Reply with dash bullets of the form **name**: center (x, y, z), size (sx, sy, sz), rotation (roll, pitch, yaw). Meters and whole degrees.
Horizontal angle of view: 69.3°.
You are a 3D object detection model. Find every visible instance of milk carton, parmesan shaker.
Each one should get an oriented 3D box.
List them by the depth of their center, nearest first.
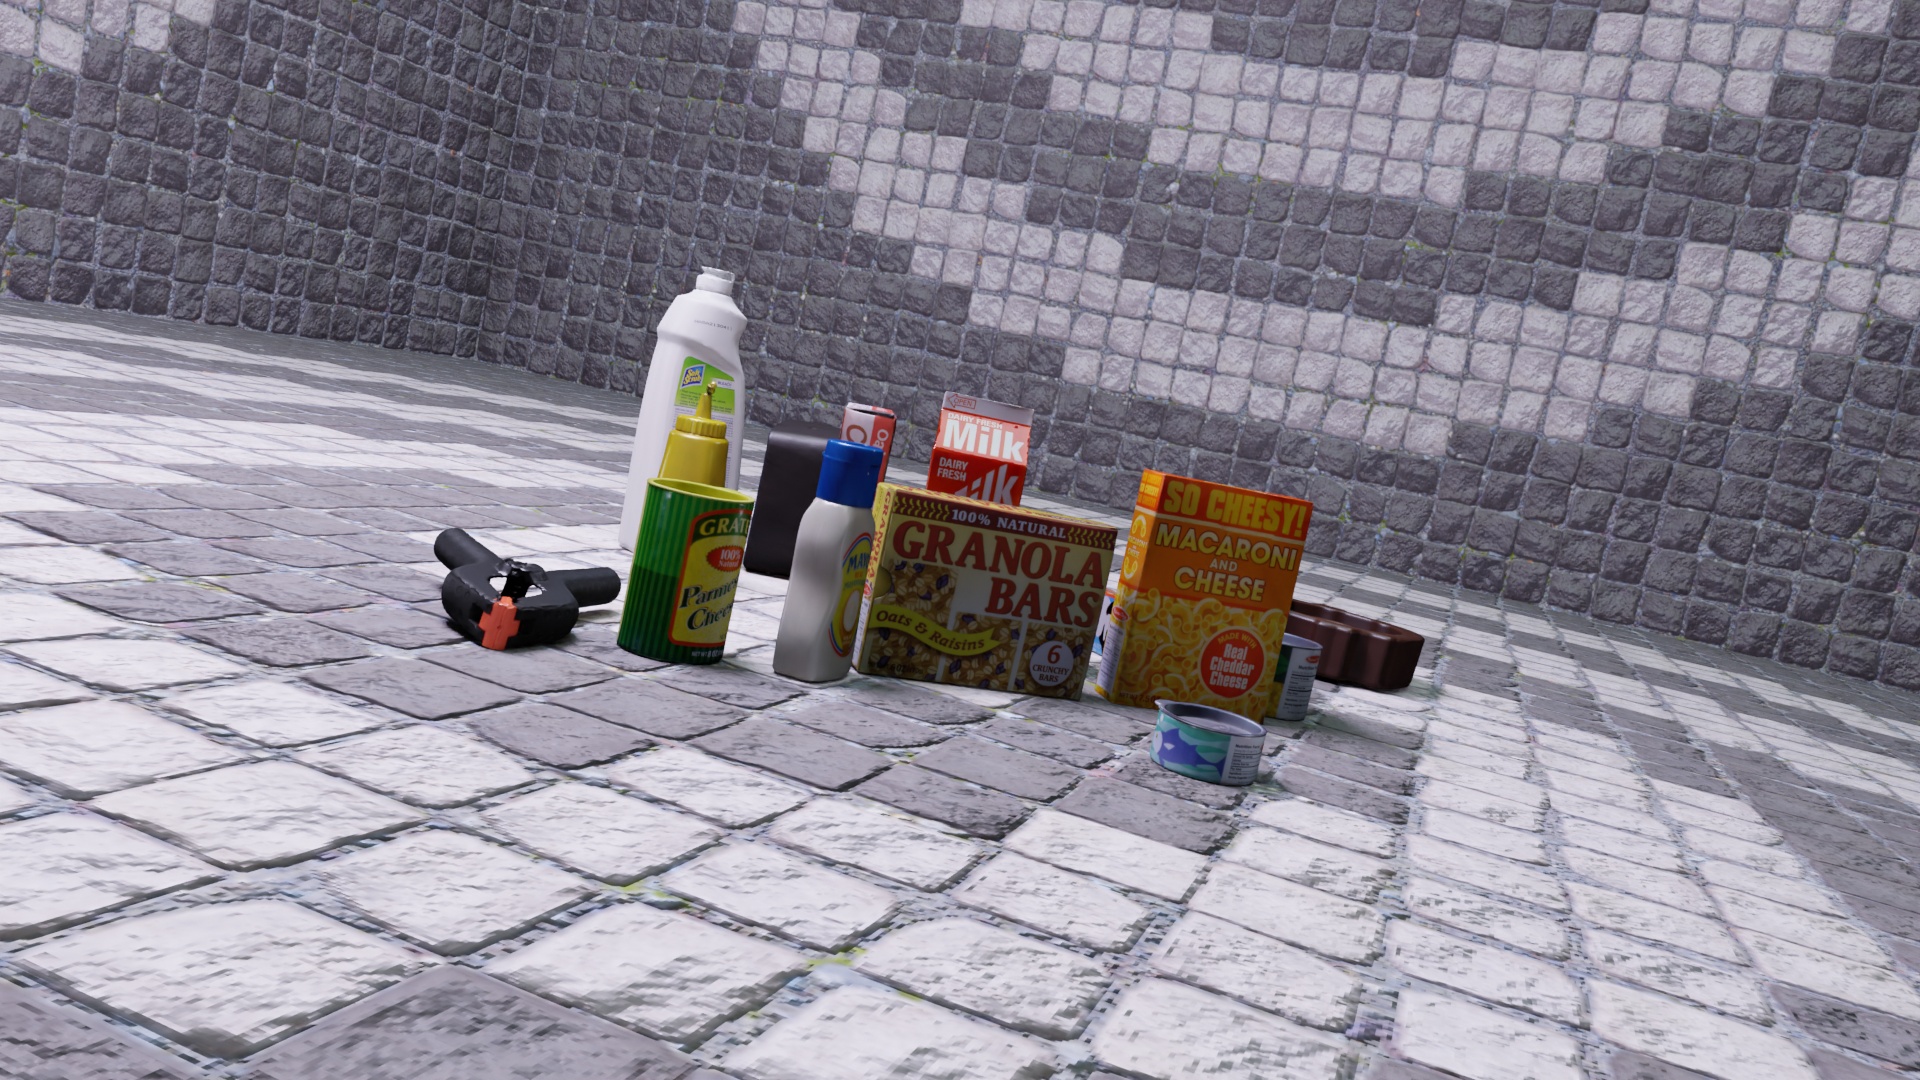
- **parmesan shaker**: center (-0.167, 0.018, 0.855), size (0.071, 0.103, 0.071), rotation (12, 6, -1)
- **milk carton**: center (0.004, -0.013, 1.056), size (0.072, 0.190, 0.073), rotation (12, 6, -3)

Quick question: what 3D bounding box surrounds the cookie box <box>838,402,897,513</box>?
- **cookie box**: center (-0.083, -0.019, 1.054), size (0.040, 0.167, 0.123), rotation (11, 6, -5)

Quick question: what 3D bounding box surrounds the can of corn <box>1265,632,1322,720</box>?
- **can of corn**: center (0.239, 0.102, 1.075), size (0.071, 0.058, 0.071), rotation (12, 6, -1)

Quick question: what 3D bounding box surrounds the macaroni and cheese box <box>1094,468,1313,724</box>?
- **macaroni and cheese box**: center (0.175, 0.041, 1.004), size (0.124, 0.166, 0.040), rotation (10, 6, -17)

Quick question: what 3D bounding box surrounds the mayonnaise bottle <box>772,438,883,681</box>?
- **mayonnaise bottle**: center (-0.080, 0.012, 0.870), size (0.041, 0.148, 0.065), rotation (14, 6, 20)

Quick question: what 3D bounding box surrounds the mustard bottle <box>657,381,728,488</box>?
- **mustard bottle**: center (-0.213, -0.048, 1.101), size (0.049, 0.160, 0.065), rotation (12, 6, 6)

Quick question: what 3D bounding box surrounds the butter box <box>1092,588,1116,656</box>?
- **butter box**: center (0.114, 0.065, 1.192), size (0.024, 0.053, 0.103), rotation (9, 7, -28)

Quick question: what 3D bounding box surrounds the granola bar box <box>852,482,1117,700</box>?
- **granola bar box**: center (0.015, 0.036, 0.941), size (0.166, 0.124, 0.039), rotation (10, 6, -21)

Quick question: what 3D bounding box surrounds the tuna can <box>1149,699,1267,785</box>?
- **tuna can**: center (0.147, 0.122, 0.841), size (0.071, 0.032, 0.071), rotation (12, 6, -1)
